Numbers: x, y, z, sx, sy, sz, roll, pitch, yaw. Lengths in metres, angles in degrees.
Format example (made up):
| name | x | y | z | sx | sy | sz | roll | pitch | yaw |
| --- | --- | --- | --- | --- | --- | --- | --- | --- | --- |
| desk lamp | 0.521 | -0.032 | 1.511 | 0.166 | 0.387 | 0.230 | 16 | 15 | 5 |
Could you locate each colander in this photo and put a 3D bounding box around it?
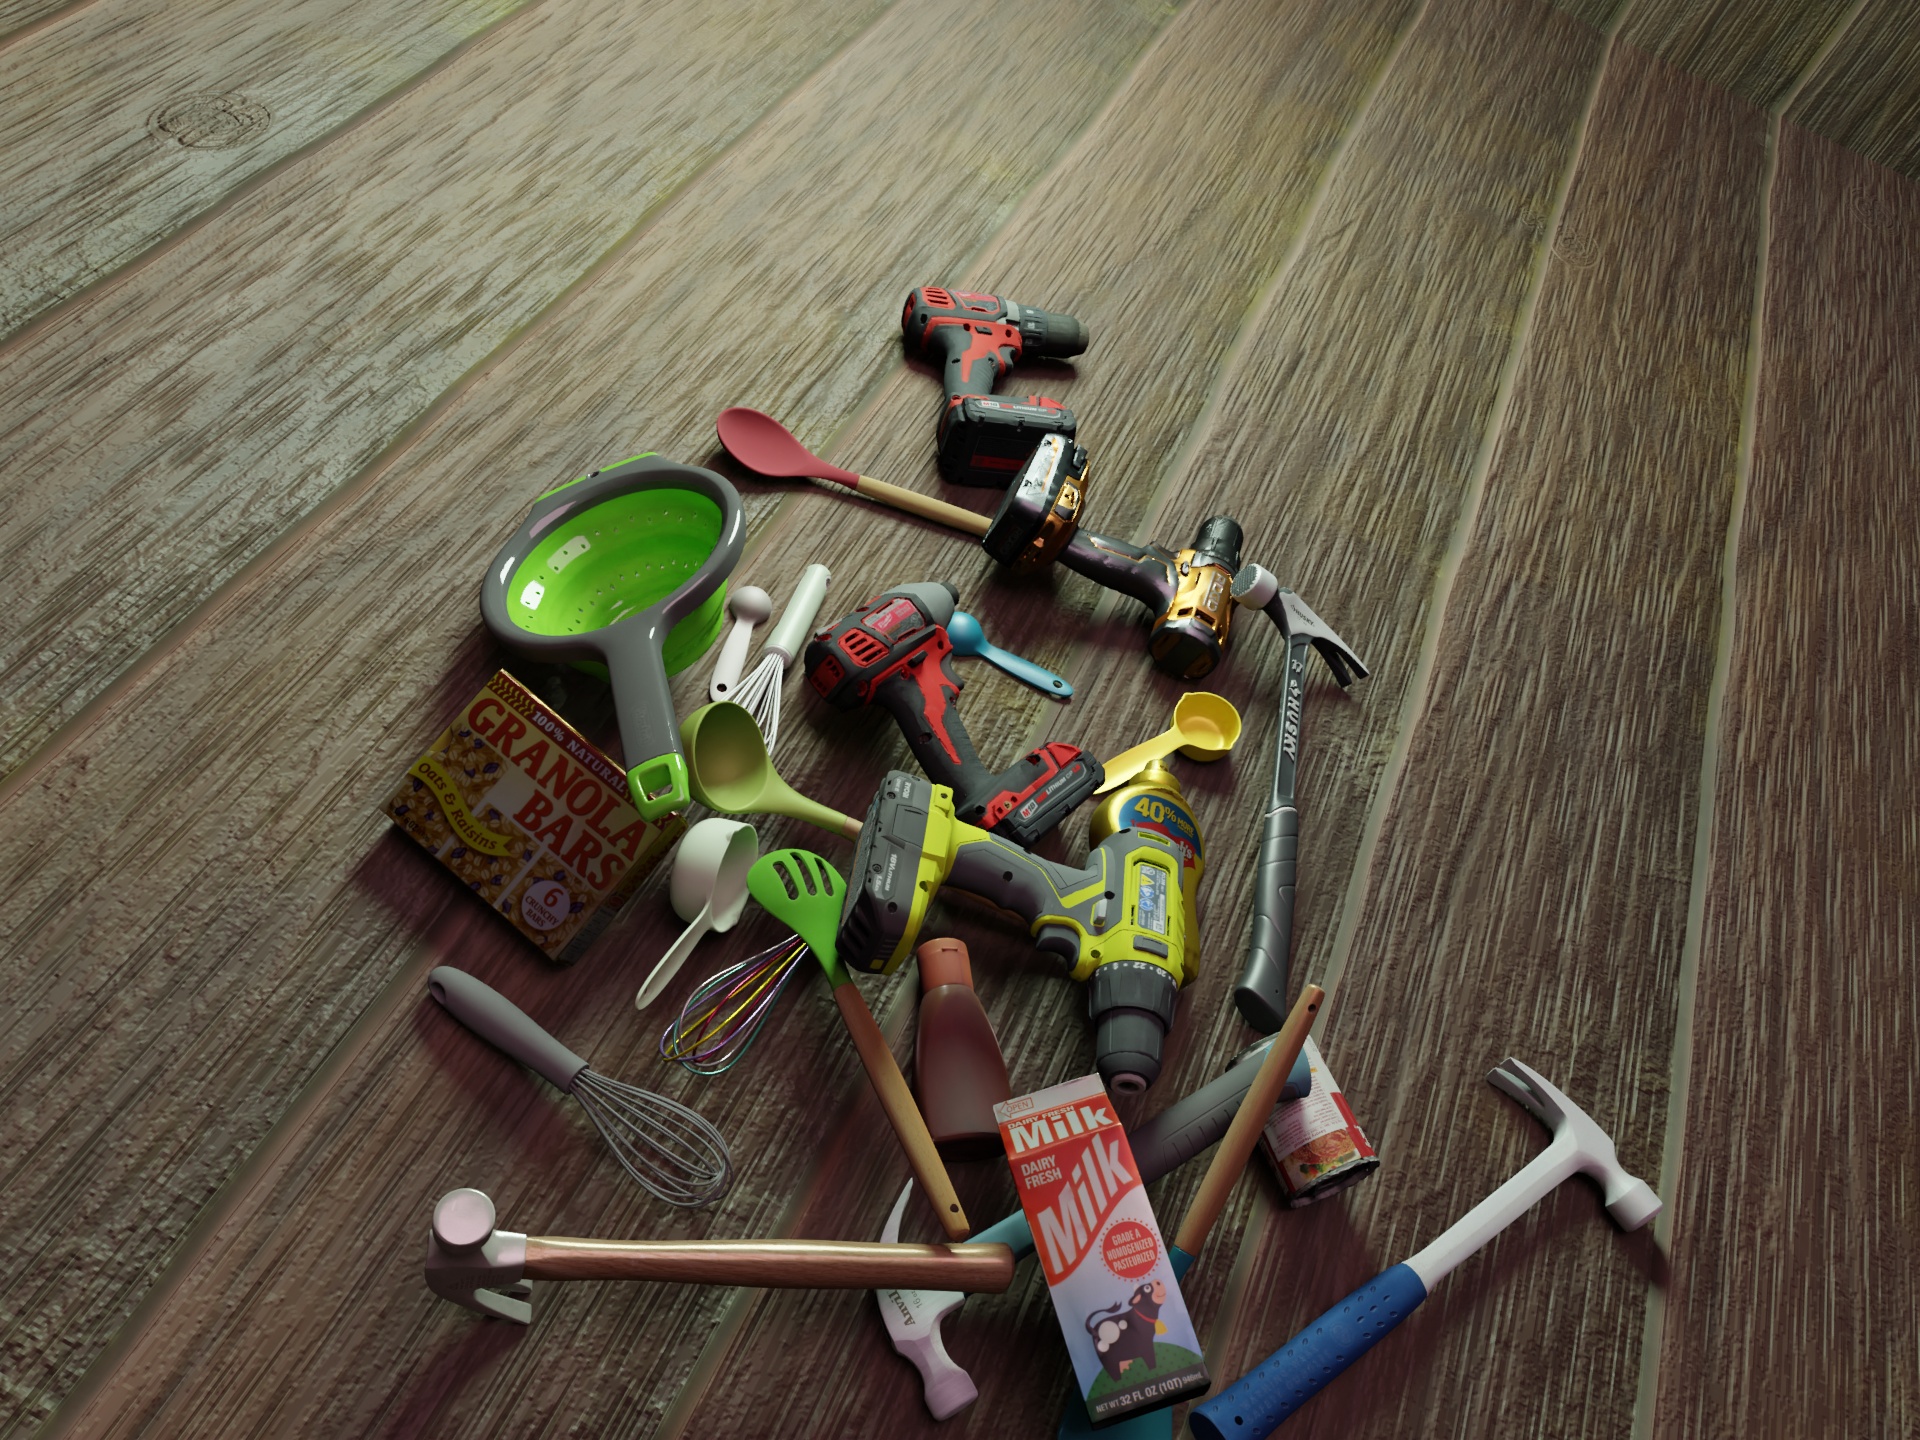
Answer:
| name | x | y | z | sx | sy | sz | roll | pitch | yaw |
| --- | --- | --- | --- | --- | --- | --- | --- | --- | --- |
| colander | -0.220 | -0.043 | 1.119 | 0.204 | 0.094 | 0.398 | -23 | 42 | -1 |

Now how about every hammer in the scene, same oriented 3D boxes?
| name | x | y | z | sx | sy | sz | roll | pitch | yaw |
| --- | --- | --- | --- | --- | --- | --- | --- | --- | --- |
| hammer | 0.262 | 0.063 | 1.280 | 0.149 | 0.036 | 0.409 | 33 | 50 | -24 |
| hammer | 0.307 | 0.366 | 1.070 | 0.405 | 0.035 | 0.144 | -22 | 63 | -32 |
| hammer | -0.131 | 0.309 | 0.902 | 0.331 | 0.130 | 0.031 | 7 | 51 | -16 |
| hammer | 0.092 | 0.295 | 1.012 | 0.331 | 0.033 | 0.128 | -26 | 65 | -20 |

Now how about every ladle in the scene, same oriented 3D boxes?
| name | x | y | z | sx | sy | sz | roll | pitch | yaw |
| --- | --- | --- | --- | --- | --- | --- | --- | --- | --- |
| ladle | -0.065 | -0.202 | 1.400 | 0.315 | 0.031 | 0.069 | 19 | 52 | -7 |
| ladle | -0.055 | 0.081 | 1.125 | 0.320 | 0.062 | 0.078 | 26 | 55 | -9 |

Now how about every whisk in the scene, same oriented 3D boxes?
| name | x | y | z | sx | sy | sz | roll | pitch | yaw |
| --- | --- | --- | --- | --- | --- | --- | --- | --- | --- |
| whisk | -0.112 | 0.158 | 1.086 | 0.051 | 0.047 | 0.245 | 38 | 47 | 14 |
| whisk | -0.240 | 0.224 | 0.989 | 0.239 | 0.055 | 0.055 | 32 | 49 | 14 |
| whisk | -0.146 | -0.044 | 1.234 | 0.059 | 0.057 | 0.246 | 15 | 44 | 5 |

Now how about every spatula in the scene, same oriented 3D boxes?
| name | x | y | z | sx | sy | sz | roll | pitch | yaw |
| --- | --- | --- | --- | --- | --- | --- | --- | --- | --- |
| spatula | 0.157 | 0.308 | 0.983 | 0.082 | 0.044 | 0.317 | 30 | 81 | -14 |

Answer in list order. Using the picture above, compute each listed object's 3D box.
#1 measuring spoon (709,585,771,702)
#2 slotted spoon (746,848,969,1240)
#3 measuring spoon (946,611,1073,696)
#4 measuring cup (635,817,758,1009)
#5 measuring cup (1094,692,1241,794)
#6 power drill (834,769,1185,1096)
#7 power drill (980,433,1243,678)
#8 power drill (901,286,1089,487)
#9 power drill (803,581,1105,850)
| name | x | y | z | sx | sy | sz | roll | pitch | yaw |
| --- | --- | --- | --- | --- | --- | --- | --- | --- | --- |
| measuring spoon | -0.175 | -0.063 | 1.254 | 0.034 | 0.018 | 0.124 | 17 | 50 | -6 |
| slotted spoon | -0.063 | 0.192 | 1.015 | 0.070 | 0.031 | 0.314 | -4 | 45 | -30 |
| measuring spoon | 0.039 | -0.056 | 1.321 | 0.128 | 0.021 | 0.042 | 27 | 49 | 5 |
| measuring cup | -0.185 | 0.128 | 1.051 | 0.038 | 0.083 | 0.168 | 14 | 38 | 15 |
| measuring cup | 0.161 | 0.028 | 1.303 | 0.156 | 0.029 | 0.062 | -27 | 65 | -21 |
| power drill | 0.040 | 0.136 | 1.047 | 0.228 | 0.080 | 0.191 | 18 | 46 | -9 |
| power drill | 0.148 | -0.158 | 1.396 | 0.226 | 0.084 | 0.185 | 31 | 49 | -7 |
| power drill | 0.049 | -0.323 | 1.507 | 0.187 | 0.080 | 0.227 | 3 | 49 | -18 |
| power drill | -0.002 | -0.004 | 1.194 | 0.220 | 0.078 | 0.143 | 50 | 53 | 3 |
